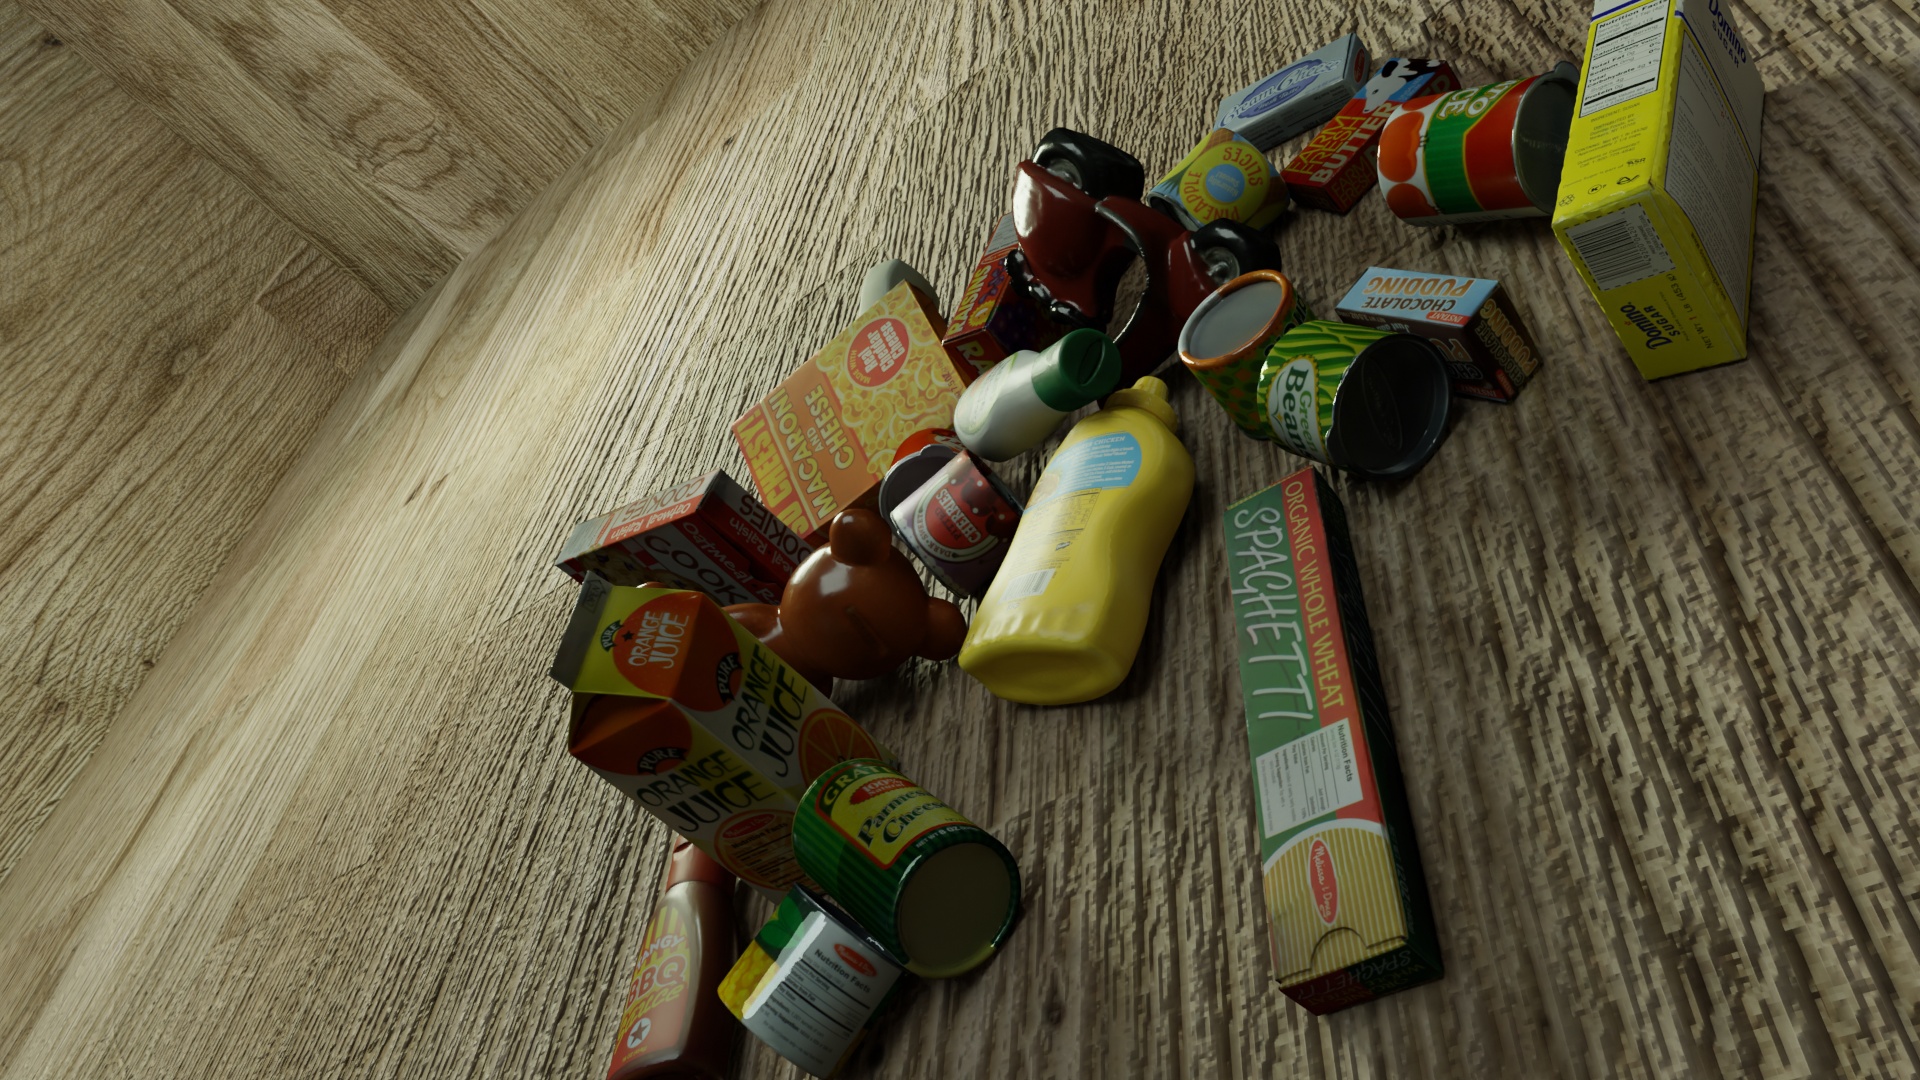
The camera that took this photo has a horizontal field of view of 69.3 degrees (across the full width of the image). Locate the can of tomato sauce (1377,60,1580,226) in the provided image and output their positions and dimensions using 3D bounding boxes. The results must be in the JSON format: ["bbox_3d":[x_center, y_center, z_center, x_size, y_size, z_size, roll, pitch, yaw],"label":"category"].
[{"bbox_3d":[0.259,-0.192,0.684,0.071,0.071,0.083,-54,29,-14],"label":"can of tomato sauce"}]

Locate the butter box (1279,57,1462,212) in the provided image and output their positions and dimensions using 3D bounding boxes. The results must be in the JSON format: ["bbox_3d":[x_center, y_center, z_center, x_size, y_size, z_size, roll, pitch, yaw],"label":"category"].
[{"bbox_3d":[0.239,-0.238,0.815,0.103,0.024,0.053,-46,28,-1],"label":"butter box"}]

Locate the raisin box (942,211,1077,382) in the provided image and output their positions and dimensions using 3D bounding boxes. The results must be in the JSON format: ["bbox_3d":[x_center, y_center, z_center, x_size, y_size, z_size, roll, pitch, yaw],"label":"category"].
[{"bbox_3d":[0.045,-0.142,0.882,0.040,0.086,0.124,-11,44,40],"label":"raisin box"}]

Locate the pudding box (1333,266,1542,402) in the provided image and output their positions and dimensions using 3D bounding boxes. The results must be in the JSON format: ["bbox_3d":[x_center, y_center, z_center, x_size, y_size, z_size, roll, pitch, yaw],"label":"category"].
[{"bbox_3d":[0.217,-0.095,0.635,0.030,0.049,0.084,-48,29,-7],"label":"pudding box"}]

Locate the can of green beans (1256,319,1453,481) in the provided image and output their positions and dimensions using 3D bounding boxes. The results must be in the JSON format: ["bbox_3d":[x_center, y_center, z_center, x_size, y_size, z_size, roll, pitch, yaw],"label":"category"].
[{"bbox_3d":[0.178,-0.065,0.630,0.071,0.071,0.058,-49,28,-6],"label":"can of green beans"}]

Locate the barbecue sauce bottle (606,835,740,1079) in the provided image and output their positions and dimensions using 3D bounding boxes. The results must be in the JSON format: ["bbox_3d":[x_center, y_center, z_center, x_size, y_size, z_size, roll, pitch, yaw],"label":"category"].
[{"bbox_3d":[-0.140,0.216,0.714,0.064,0.043,0.149,-34,31,23],"label":"barbecue sauce bottle"}]

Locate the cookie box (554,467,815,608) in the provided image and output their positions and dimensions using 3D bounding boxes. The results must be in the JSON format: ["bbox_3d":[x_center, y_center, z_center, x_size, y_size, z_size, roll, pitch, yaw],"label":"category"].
[{"bbox_3d":[-0.172,0.022,0.918,0.167,0.122,0.040,-16,42,42],"label":"cookie box"}]

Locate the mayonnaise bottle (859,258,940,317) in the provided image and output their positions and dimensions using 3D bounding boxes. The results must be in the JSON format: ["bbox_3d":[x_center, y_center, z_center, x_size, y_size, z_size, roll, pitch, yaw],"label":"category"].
[{"bbox_3d":[-0.054,-0.135,1.031,0.041,0.064,0.149,-14,52,36],"label":"mayonnaise bottle"}]

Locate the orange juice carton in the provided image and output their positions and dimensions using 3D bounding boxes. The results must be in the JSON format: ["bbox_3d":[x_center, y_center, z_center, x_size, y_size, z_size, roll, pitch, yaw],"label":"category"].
[{"bbox_3d":[-0.121,0.096,0.687,0.073,0.192,0.072,-29,32,27],"label":"orange juice carton"}]

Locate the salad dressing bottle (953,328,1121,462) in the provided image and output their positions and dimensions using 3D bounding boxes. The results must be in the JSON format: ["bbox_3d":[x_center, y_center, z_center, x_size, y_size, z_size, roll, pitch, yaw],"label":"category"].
[{"bbox_3d":[0.042,-0.082,0.773,0.064,0.044,0.147,-64,15,-16],"label":"salad dressing bottle"}]

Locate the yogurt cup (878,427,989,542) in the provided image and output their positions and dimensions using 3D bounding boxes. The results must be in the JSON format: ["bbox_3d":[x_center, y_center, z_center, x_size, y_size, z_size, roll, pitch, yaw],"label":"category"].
[{"bbox_3d":[-0.015,-0.034,0.849,0.072,0.072,0.054,-37,22,16],"label":"yogurt cup"}]

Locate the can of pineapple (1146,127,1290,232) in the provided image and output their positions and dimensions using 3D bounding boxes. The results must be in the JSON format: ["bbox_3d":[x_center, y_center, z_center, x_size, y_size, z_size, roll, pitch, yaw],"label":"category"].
[{"bbox_3d":[0.156,-0.206,0.837,0.058,0.071,0.071,-45,29,1],"label":"can of pineapple"}]

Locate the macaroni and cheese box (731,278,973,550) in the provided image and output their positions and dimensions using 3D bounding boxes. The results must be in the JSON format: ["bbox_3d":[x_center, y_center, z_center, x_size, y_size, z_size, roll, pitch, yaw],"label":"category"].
[{"bbox_3d":[-0.067,-0.078,0.949,0.166,0.040,0.124,-37,57,17],"label":"macaroni and cheese box"}]

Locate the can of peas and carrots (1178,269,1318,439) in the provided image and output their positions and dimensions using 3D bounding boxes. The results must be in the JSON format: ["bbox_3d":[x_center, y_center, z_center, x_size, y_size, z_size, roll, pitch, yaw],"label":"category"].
[{"bbox_3d":[0.155,-0.095,0.707,0.070,0.058,0.071,-33,32,24],"label":"can of peas and carrots"}]

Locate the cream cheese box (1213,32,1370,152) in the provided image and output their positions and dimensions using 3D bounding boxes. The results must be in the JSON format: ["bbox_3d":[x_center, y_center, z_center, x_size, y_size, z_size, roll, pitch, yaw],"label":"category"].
[{"bbox_3d":[0.214,-0.287,0.909,0.103,0.024,0.054,-18,38,40],"label":"cream cheese box"}]

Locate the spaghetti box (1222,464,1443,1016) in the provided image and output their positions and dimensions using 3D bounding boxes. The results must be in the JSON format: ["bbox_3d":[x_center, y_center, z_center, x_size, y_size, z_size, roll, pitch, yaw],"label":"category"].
[{"bbox_3d":[0.141,0.064,0.553,0.050,0.028,0.251,-30,33,27],"label":"spaghetti box"}]

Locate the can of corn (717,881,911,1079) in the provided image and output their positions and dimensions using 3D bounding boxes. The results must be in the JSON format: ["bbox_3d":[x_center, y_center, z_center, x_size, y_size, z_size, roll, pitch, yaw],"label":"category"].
[{"bbox_3d":[-0.066,0.196,0.620,0.058,0.071,0.071,-53,29,-11],"label":"can of corn"}]

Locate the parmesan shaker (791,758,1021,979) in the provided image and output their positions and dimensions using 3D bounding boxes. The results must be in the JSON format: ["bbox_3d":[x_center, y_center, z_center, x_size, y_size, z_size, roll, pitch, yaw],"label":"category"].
[{"bbox_3d":[-0.024,0.146,0.631,0.071,0.071,0.103,-53,30,-12],"label":"parmesan shaker"}]

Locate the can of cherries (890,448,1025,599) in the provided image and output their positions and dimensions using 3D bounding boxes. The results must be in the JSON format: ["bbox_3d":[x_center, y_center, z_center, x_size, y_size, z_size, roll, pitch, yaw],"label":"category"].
[{"bbox_3d":[0.003,-0.010,0.787,0.058,0.071,0.072,-41,29,8],"label":"can of cherries"}]
